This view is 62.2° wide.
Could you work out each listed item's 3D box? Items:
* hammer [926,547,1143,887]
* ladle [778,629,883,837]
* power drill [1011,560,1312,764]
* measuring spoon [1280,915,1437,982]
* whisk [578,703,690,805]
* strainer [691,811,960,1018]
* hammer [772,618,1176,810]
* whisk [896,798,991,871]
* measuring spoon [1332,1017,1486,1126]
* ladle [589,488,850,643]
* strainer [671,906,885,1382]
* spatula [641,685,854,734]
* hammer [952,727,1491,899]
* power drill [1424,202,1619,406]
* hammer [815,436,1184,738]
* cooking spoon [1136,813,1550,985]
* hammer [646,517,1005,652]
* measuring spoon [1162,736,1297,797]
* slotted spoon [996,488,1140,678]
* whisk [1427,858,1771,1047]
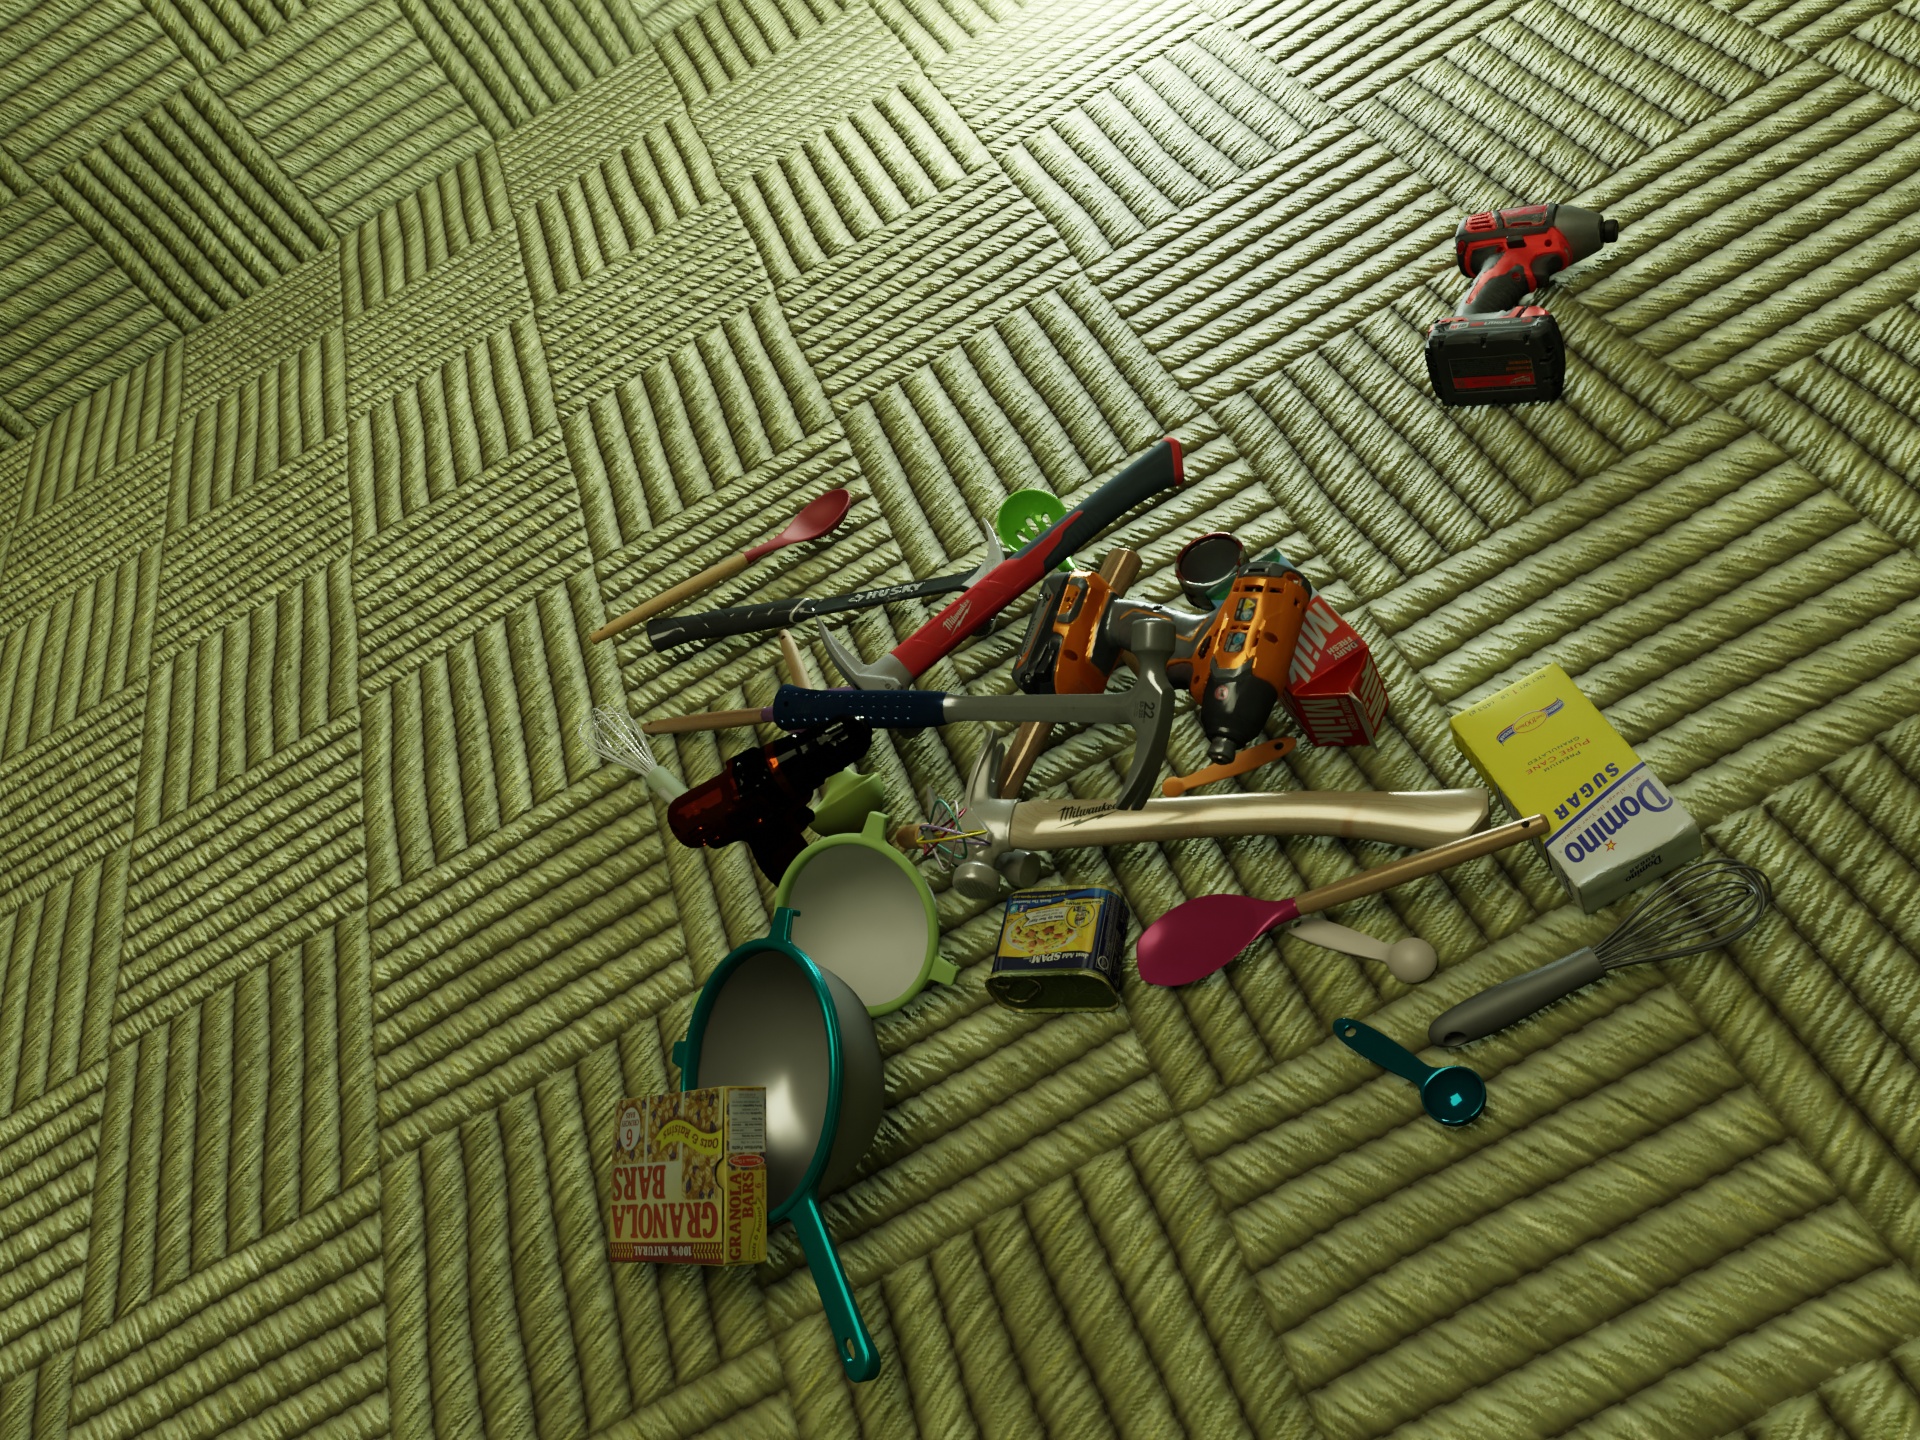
[{"bbox_3d":[0.075,-0.013,1.392,0.130,0.031,0.331,13,66,38],"label":"hammer"},{"bbox_3d":[-0.140,-0.001,1.509,0.078,0.062,0.321,-32,41,5],"label":"ladle"},{"bbox_3d":[0.157,-0.045,1.274,0.226,0.084,0.164,3,64,38],"label":"power drill"},{"bbox_3d":[0.284,0.158,1.150,0.124,0.018,0.034,14,62,39],"label":"measuring spoon"},{"bbox_3d":[-0.304,0.052,1.568,0.059,0.057,0.247,-24,42,-30],"label":"whisk"},{"bbox_3d":[-0.115,0.187,1.328,0.256,0.069,0.151,-30,82,25],"label":"strainer"},{"bbox_3d":[-0.002,-0.004,1.309,0.406,0.035,0.144,0,85,39],"label":"hammer"},{"bbox_3d":[-0.026,0.092,1.276,0.047,0.051,0.245,-38,4,-12],"label":"whisk"},{"bbox_3d":[0.303,0.237,1.078,0.042,0.021,0.129,-45,36,-12],"label":"measuring spoon"},{"bbox_3d":[-0.251,-0.160,1.691,0.315,0.031,0.069,-30,34,-12],"label":"ladle"},{"bbox_3d":[-0.098,0.320,1.175,0.211,0.095,0.341,-52,47,28],"label":"strainer"},{"bbox_3d":[-0.206,-0.002,1.534,0.316,0.018,0.060,-5,46,41],"label":"spatula"},{"bbox_3d":[0.196,0.067,1.239,0.411,0.038,0.146,-3,56,21],"label":"hammer"},{"bbox_3d":[0.510,-0.388,1.446,0.143,0.078,0.220,3,53,32],"label":"power drill"},{"bbox_3d":[0.049,-0.150,1.469,0.386,0.038,0.143,-39,69,-14],"label":"hammer"},{"bbox_3d":[0.270,0.128,1.158,0.319,0.017,0.069,-23,46,24],"label":"cooking spoon"},{"bbox_3d":[-0.142,-0.118,1.604,0.409,0.036,0.149,-8,42,23],"label":"hammer"},{"bbox_3d":[0.218,0.036,1.297,0.117,0.011,0.021,-22,45,13],"label":"measuring spoon"},{"bbox_3d":[0.115,-0.119,1.481,0.070,0.031,0.314,-33,46,2],"label":"slotted spoon"},{"bbox_3d":[0.419,0.158,1.052,0.239,0.055,0.055,-29,44,11],"label":"whisk"}]
